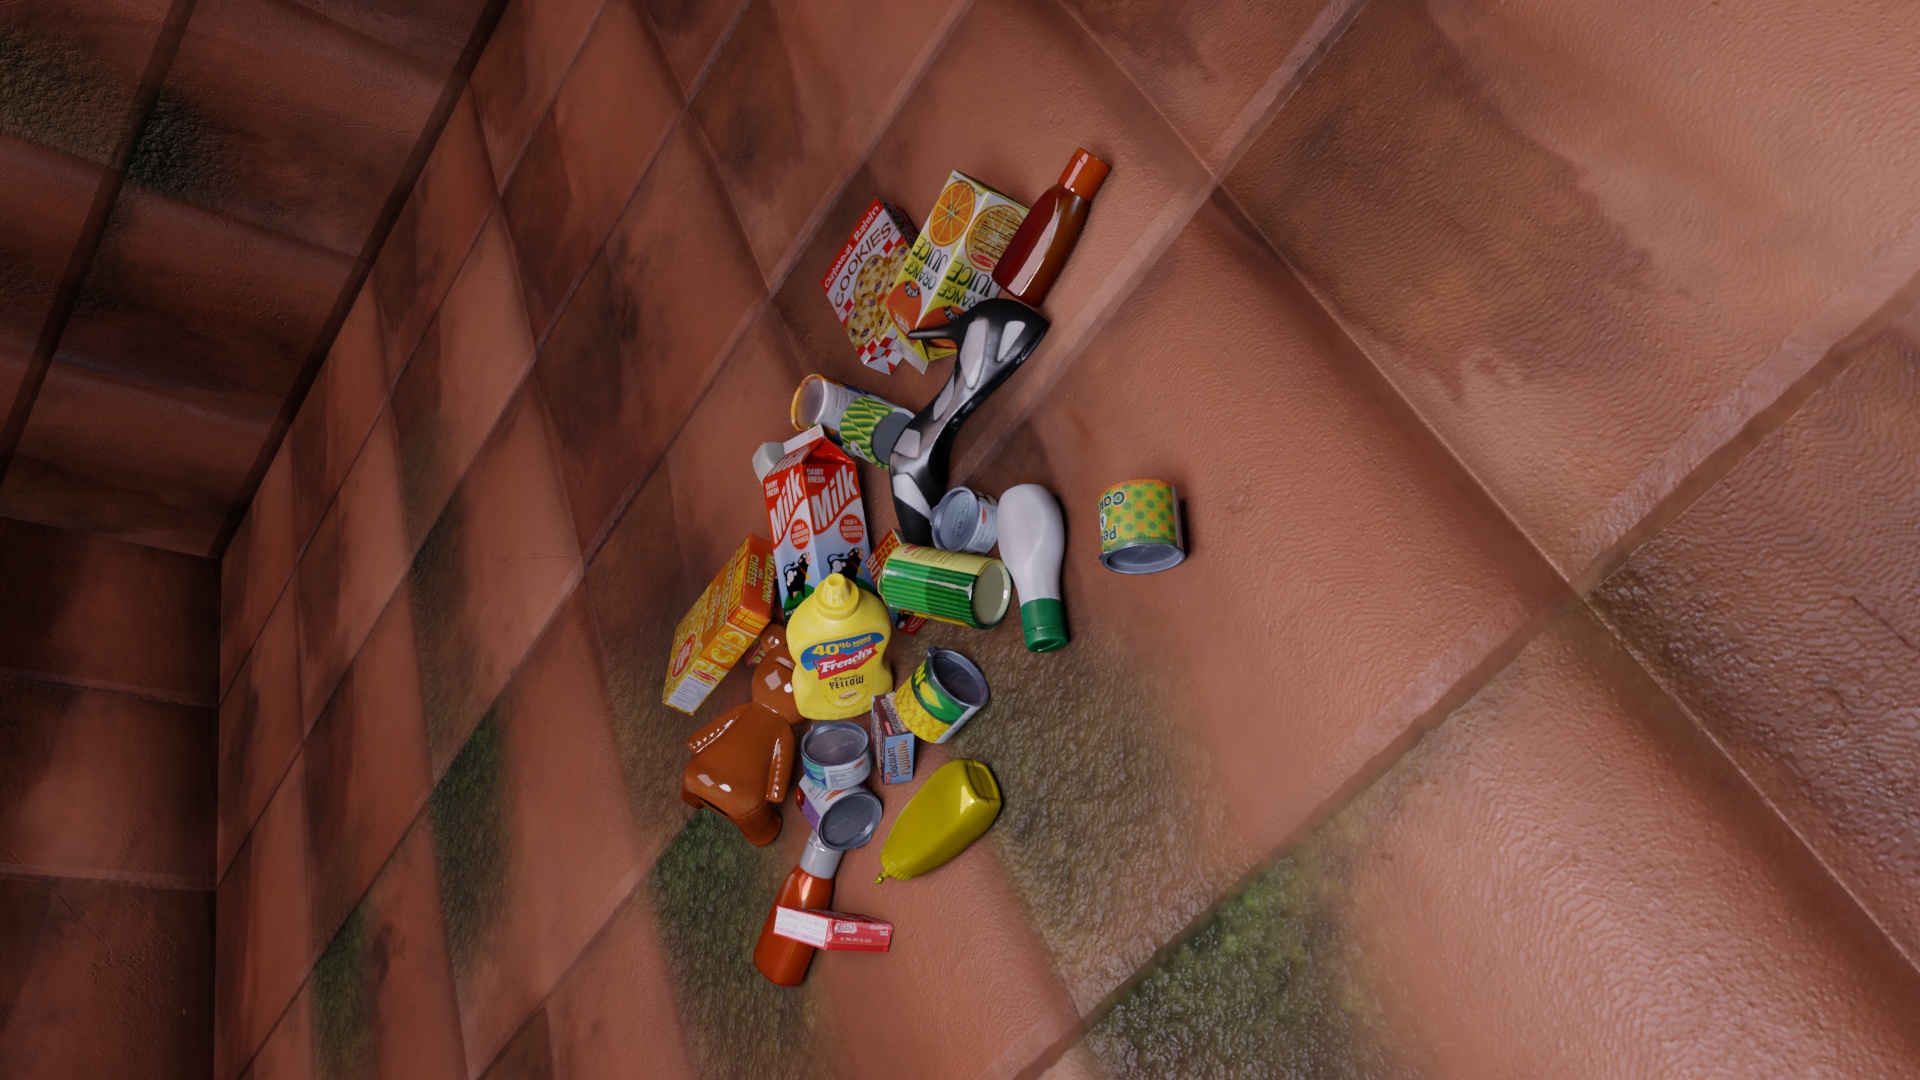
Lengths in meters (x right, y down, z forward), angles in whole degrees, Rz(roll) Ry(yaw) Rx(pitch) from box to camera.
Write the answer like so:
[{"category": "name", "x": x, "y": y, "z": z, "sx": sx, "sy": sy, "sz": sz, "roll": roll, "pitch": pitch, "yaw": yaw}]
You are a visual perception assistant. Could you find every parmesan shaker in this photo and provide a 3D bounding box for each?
[{"category": "parmesan shaker", "x": -0.014, "y": 0.043, "z": 1.269, "sx": 0.103, "sy": 0.071, "sz": 0.071, "roll": 10, "pitch": 84, "yaw": 36}]

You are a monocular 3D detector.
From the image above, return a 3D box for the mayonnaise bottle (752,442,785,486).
[{"category": "mayonnaise bottle", "x": -0.182, "y": -0.042, "z": 1.525, "sx": 0.041, "sy": 0.065, "sz": 0.149, "roll": -48, "pitch": 48, "yaw": 32}]

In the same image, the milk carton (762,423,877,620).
[{"category": "milk carton", "x": -0.148, "y": -0.019, "z": 1.429, "sx": 0.072, "sy": 0.073, "sz": 0.190, "roll": -20, "pitch": 77, "yaw": 45}]

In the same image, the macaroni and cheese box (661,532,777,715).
[{"category": "macaroni and cheese box", "x": -0.256, "y": 0.089, "z": 1.488, "sx": 0.165, "sy": 0.040, "sz": 0.124, "roll": -48, "pitch": 26, "yaw": 29}]

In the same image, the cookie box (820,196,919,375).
[{"category": "cookie box", "x": -0.085, "y": -0.280, "z": 1.514, "sx": 0.122, "sy": 0.040, "sz": 0.168, "roll": -51, "pitch": 43, "yaw": 24}]

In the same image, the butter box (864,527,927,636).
[{"category": "butter box", "x": -0.056, "y": 0.040, "z": 1.373, "sx": 0.053, "sy": 0.024, "sz": 0.104, "roll": -52, "pitch": 44, "yaw": 23}]

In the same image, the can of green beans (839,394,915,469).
[{"category": "can of green beans", "x": -0.082, "y": -0.111, "z": 1.427, "sx": 0.058, "sy": 0.071, "sz": 0.071, "roll": 29, "pitch": 99, "yaw": 50}]

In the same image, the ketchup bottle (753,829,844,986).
[{"category": "ketchup bottle", "x": -0.154, "y": 0.355, "z": 1.355, "sx": 0.065, "sy": 0.043, "sz": 0.148, "roll": 29, "pitch": 98, "yaw": 53}]

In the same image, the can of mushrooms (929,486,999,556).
[{"category": "can of mushrooms", "x": 0.005, "y": -0.016, "z": 1.316, "sx": 0.071, "sy": 0.033, "sz": 0.071, "roll": -20, "pitch": 62, "yaw": 45}]

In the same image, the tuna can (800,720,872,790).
[{"category": "tuna can", "x": -0.118, "y": 0.203, "z": 1.318, "sx": 0.071, "sy": 0.071, "sz": 0.032, "roll": 40, "pitch": 143, "yaw": 49}]

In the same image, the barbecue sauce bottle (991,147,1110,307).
[{"category": "barbecue sauce bottle", "x": 0.088, "y": -0.298, "z": 1.316, "sx": 0.148, "sy": 0.043, "sz": 0.065, "roll": -58, "pitch": 41, "yaw": 16}]

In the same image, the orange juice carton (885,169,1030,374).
[{"category": "orange juice carton", "x": -0.009, "y": -0.263, "z": 1.392, "sx": 0.192, "sy": 0.073, "sz": 0.072, "roll": -61, "pitch": 41, "yaw": 15}]

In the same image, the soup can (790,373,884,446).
[{"category": "soup can", "x": -0.131, "y": -0.135, "z": 1.479, "sx": 0.071, "sy": 0.084, "sz": 0.071, "roll": -21, "pitch": 61, "yaw": 45}]

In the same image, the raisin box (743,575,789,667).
[{"category": "raisin box", "x": -0.202, "y": 0.068, "z": 1.523, "sx": 0.123, "sy": 0.040, "sz": 0.086, "roll": -54, "pitch": 43, "yaw": 22}]

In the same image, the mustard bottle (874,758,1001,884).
[{"category": "mustard bottle", "x": -0.029, "y": 0.260, "z": 1.239, "sx": 0.159, "sy": 0.049, "sz": 0.065, "roll": -48, "pitch": 45, "yaw": 28}]

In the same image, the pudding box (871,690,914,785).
[{"category": "pudding box", "x": -0.063, "y": 0.184, "z": 1.292, "sx": 0.083, "sy": 0.030, "sz": 0.050, "roll": 95, "pitch": 160, "yaw": -47}]

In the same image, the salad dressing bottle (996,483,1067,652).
[{"category": "salad dressing bottle", "x": 0.066, "y": 0.024, "z": 1.221, "sx": 0.064, "sy": 0.044, "sz": 0.148, "roll": -28, "pitch": 57, "yaw": 39}]

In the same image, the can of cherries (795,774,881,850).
[{"category": "can of cherries", "x": -0.117, "y": 0.256, "z": 1.334, "sx": 0.058, "sy": 0.071, "sz": 0.071, "roll": 41, "pitch": 108, "yaw": 49}]

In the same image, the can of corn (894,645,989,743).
[{"category": "can of corn", "x": -0.019, "y": 0.139, "z": 1.257, "sx": 0.058, "sy": 0.071, "sz": 0.071, "roll": -48, "pitch": 45, "yaw": 28}]

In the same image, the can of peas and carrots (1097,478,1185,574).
[{"category": "can of peas and carrots", "x": 0.143, "y": -0.011, "z": 1.121, "sx": 0.070, "sy": 0.071, "sz": 0.059, "roll": -25, "pitch": 58, "yaw": 43}]
